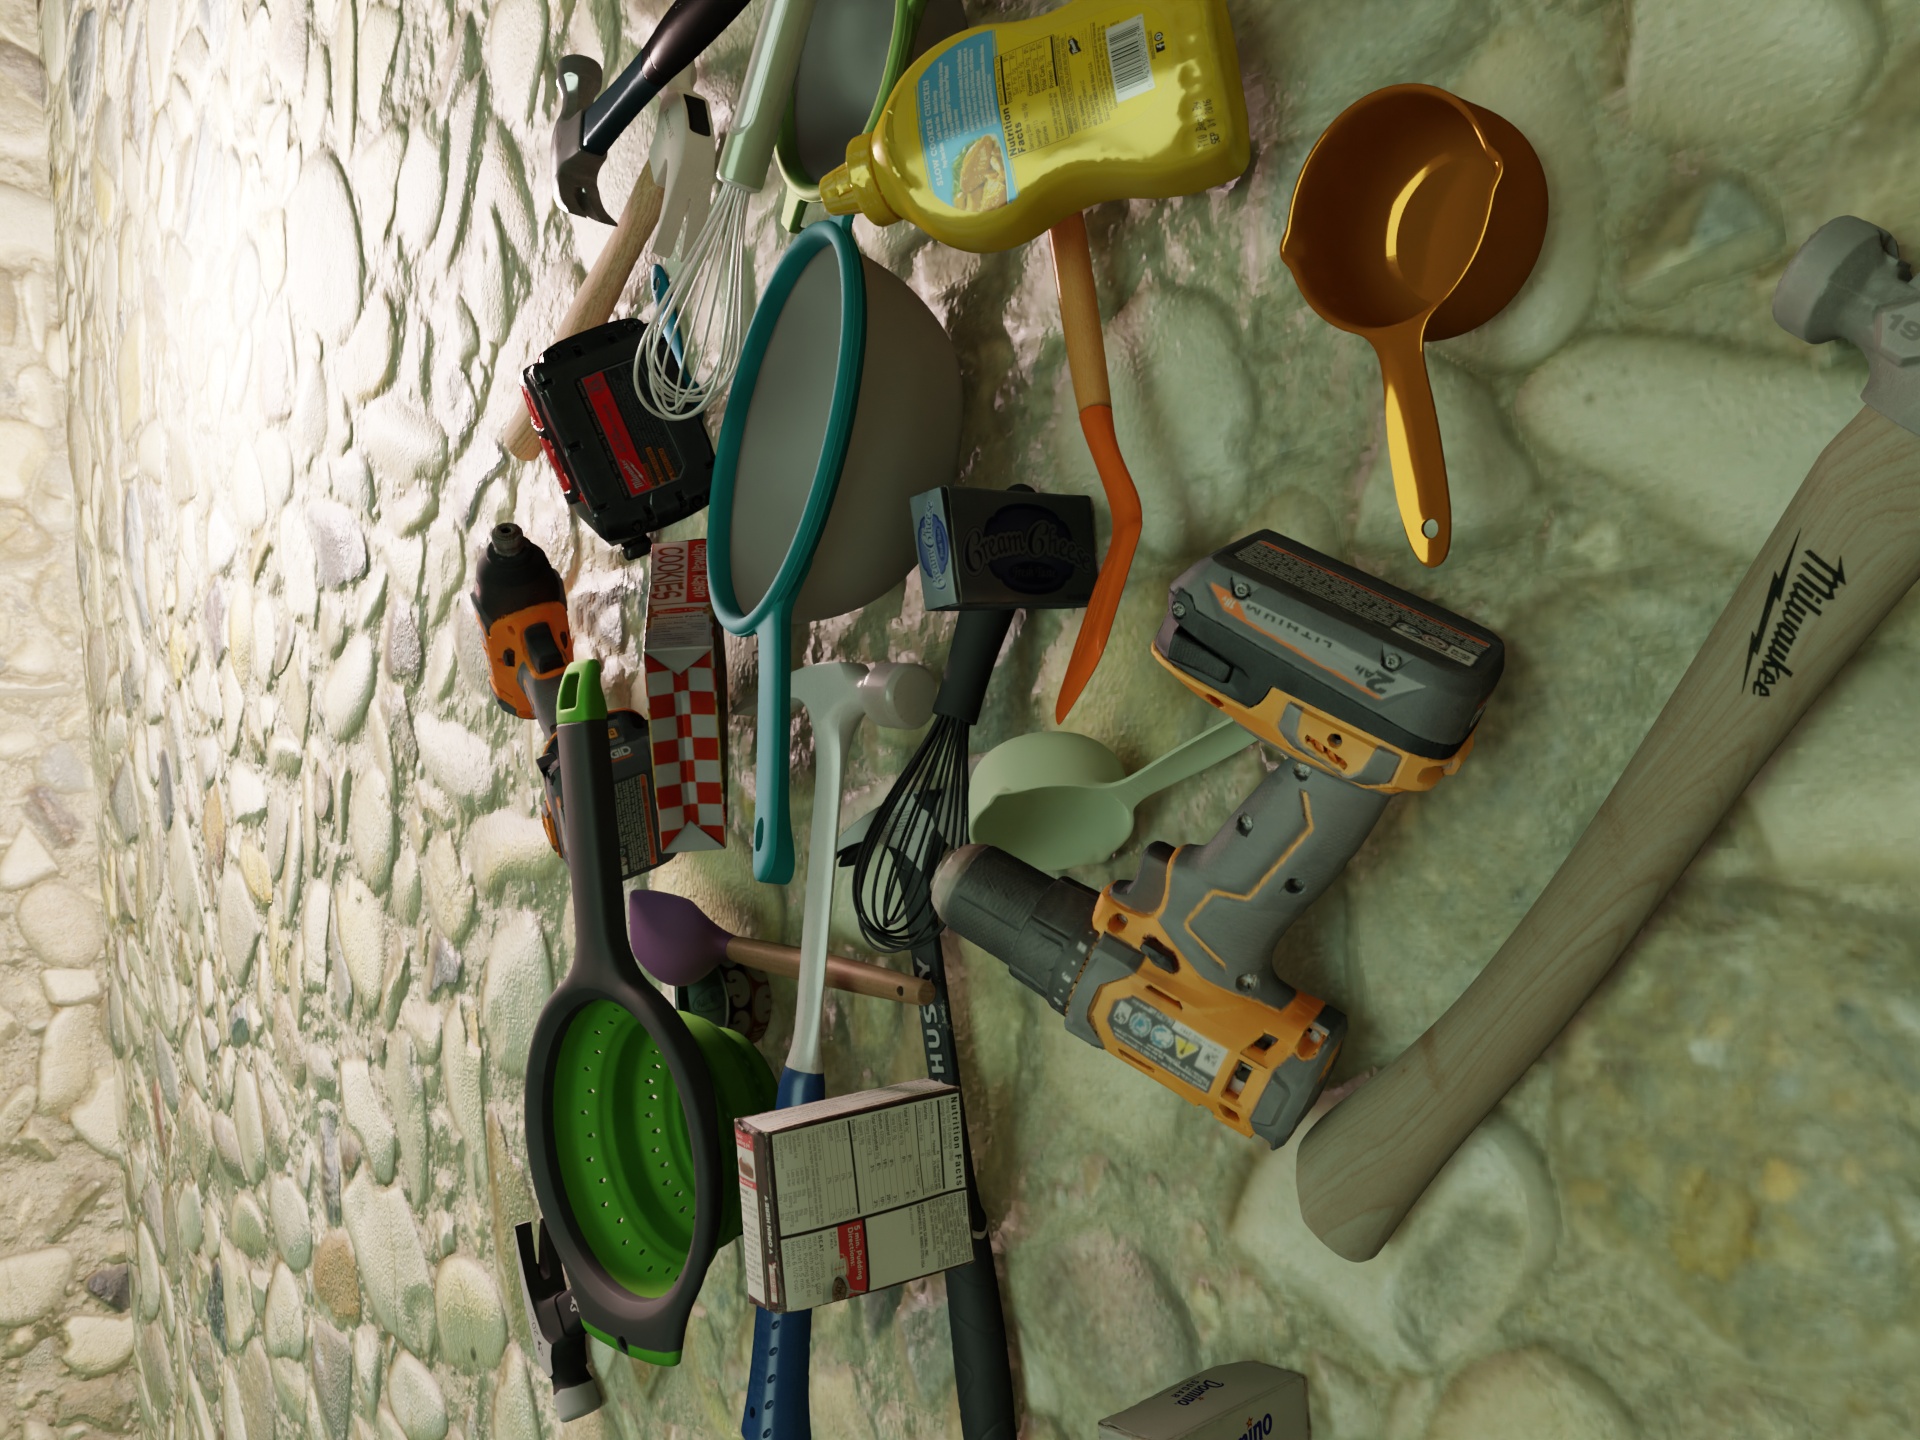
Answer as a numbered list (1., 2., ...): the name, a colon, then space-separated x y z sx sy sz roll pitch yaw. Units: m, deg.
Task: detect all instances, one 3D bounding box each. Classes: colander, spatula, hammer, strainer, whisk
1. colander: -0.175 0.161 0.935 0.204 0.094 0.397 -7 88 48
2. spatula: -0.117 0.138 0.925 0.316 0.018 0.060 0 93 51
3. hammer: -0.230 0.377 1.114 0.334 0.035 0.146 -45 60 41
4. strainer: -0.055 -0.080 0.791 0.211 0.095 0.341 141 133 -56
5. hammer: -0.172 -0.391 0.928 0.331 0.033 0.128 -11 75 56
6. hammer: -0.005 0.241 0.838 0.149 0.036 0.409 -13 82 51
7. hammer: 0.235 0.052 0.541 0.146 0.038 0.410 48 127 35
8. hammer: -0.084 0.171 0.837 0.144 0.035 0.405 3 88 49
9. whisk: -0.119 -0.273 0.830 0.058 0.059 0.246 38 115 41
10. spatula: 0.048 -0.159 0.711 0.081 0.041 0.323 115 150 -68
11. hammer: -0.246 -0.288 1.086 0.331 0.031 0.130 -44 51 44
12. strainer: -0.009 -0.339 0.763 0.256 0.069 0.151 -8 81 57
13. whisk: -0.001 -0.003 0.771 0.055 0.055 0.239 10 81 49

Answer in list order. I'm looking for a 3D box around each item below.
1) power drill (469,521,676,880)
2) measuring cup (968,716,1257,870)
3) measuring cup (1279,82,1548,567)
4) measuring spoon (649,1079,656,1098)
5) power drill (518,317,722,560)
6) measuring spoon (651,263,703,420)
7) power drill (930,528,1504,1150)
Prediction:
1. power drill: -0.267 -0.018 1.065 0.227 0.084 0.164 54 154 34
2. measuring cup: 0.075 0.016 0.717 0.167 0.083 0.038 -29 47 29
3. measuring cup: 0.176 -0.142 0.586 0.095 0.052 0.173 -9 88 50
4. measuring spoon: -0.192 0.258 1.081 0.124 0.018 0.034 19 107 55
5. power drill: -0.216 -0.167 0.986 0.143 0.078 0.220 68 164 -13
6. measuring spoon: -0.195 -0.243 1.041 0.042 0.021 0.129 -28 71 47
7. power drill: 0.092 0.040 0.639 0.185 0.084 0.226 28 117 19
